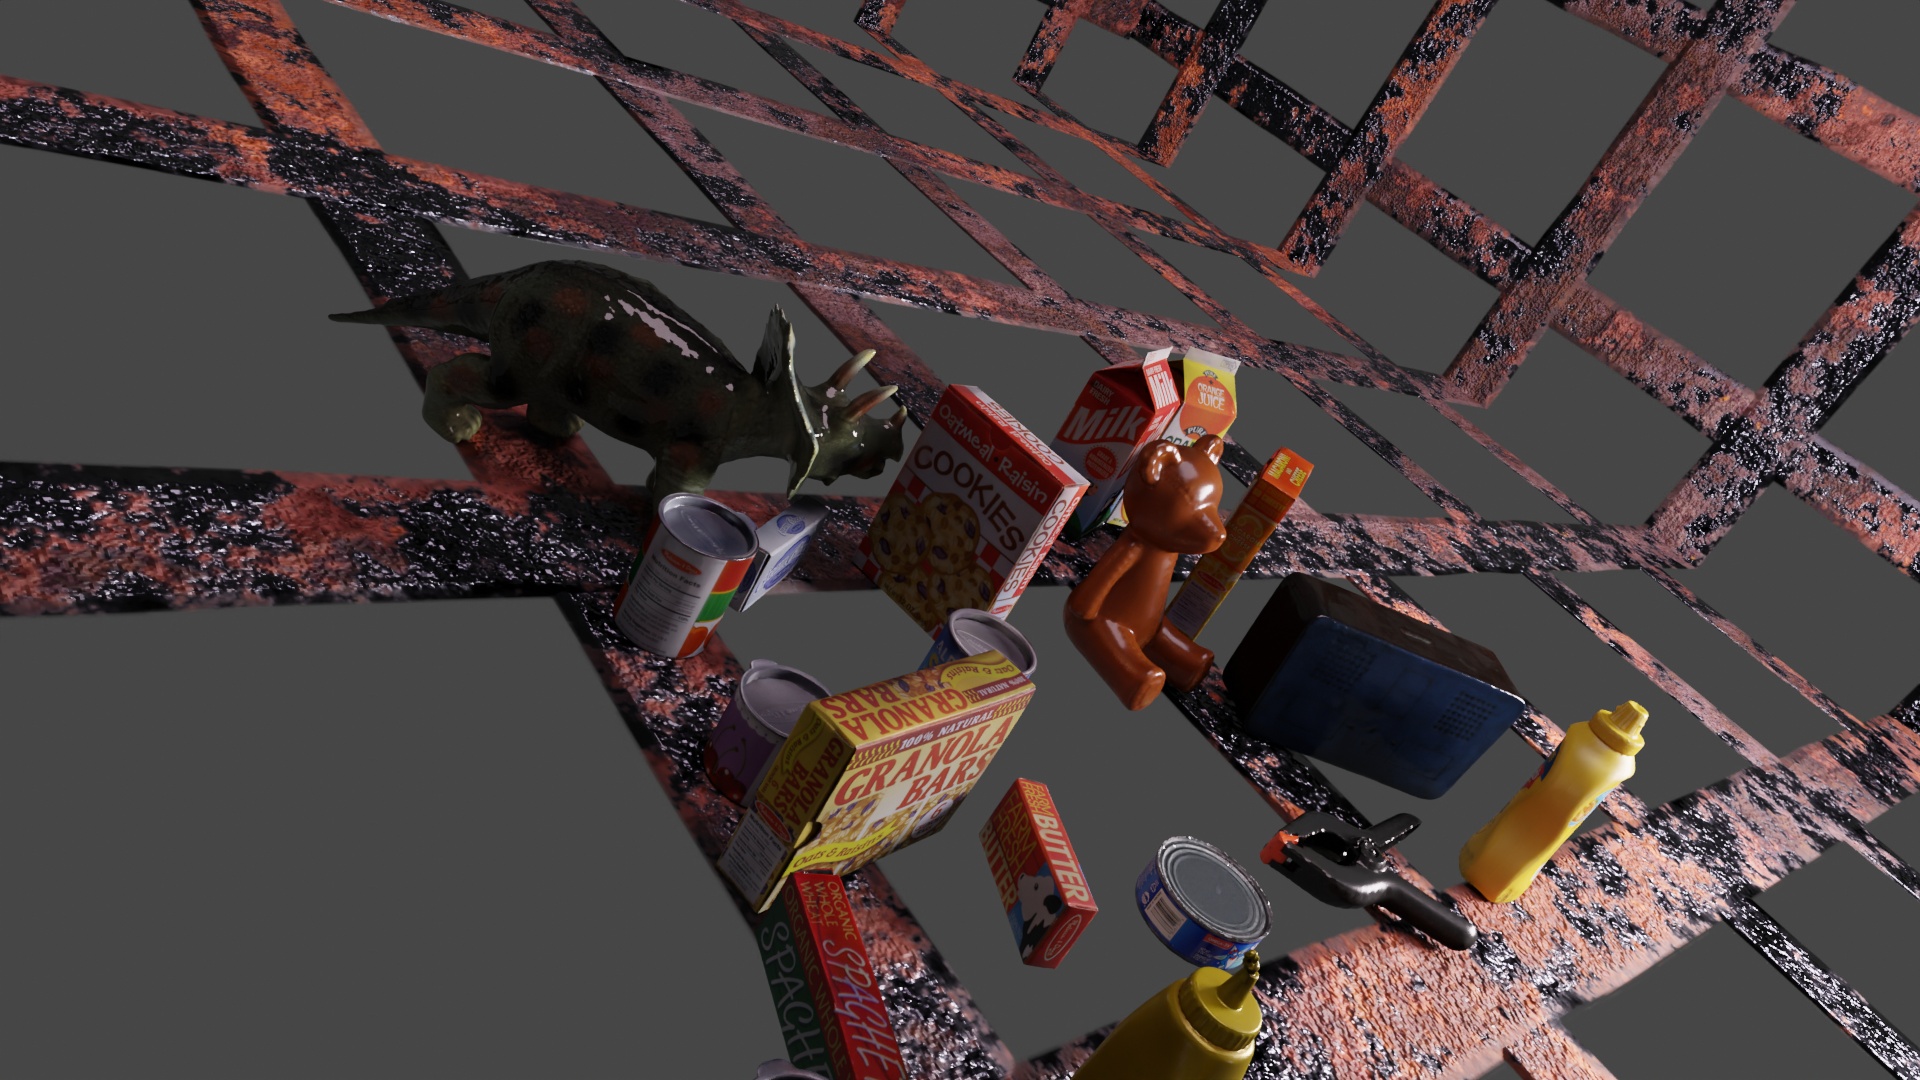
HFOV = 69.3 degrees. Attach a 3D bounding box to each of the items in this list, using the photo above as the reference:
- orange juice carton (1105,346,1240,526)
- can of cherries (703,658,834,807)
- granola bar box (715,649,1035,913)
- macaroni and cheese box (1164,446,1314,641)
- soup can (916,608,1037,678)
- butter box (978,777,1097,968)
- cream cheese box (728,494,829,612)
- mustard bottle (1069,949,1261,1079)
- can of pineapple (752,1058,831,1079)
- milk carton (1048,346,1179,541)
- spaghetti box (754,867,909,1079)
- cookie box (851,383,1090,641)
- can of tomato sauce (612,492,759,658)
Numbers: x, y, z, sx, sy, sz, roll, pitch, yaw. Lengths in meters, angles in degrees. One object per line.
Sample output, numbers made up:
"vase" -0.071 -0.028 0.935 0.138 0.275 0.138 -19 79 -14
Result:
"orange juice carton" 0.203 -0.105 1.379 0.072 0.191 0.073 12 31 -34
"can of cherries" -0.110 0.113 0.808 0.071 0.058 0.072 24 26 -13
"granola bar box" -0.043 0.130 0.773 0.039 0.123 0.166 43 28 24
"macaroni and cheese box" 0.253 0.001 1.270 0.040 0.165 0.124 35 26 8
"soup can" 0.001 0.099 0.923 0.071 0.083 0.072 24 26 -13
"butter box" 0.044 0.196 0.828 0.024 0.053 0.104 17 29 -27
"cream cheese box" -0.132 0.008 0.980 0.024 0.053 0.104 33 26 5
"mustard bottle" 0.102 0.252 0.665 0.049 0.159 0.065 12 31 -34
"can of pineapple" -0.075 0.263 0.575 0.071 0.057 0.071 24 26 -13
"milk carton" 0.140 -0.100 1.306 0.073 0.189 0.072 37 26 14
"spaghetti box" -0.044 0.258 0.625 0.029 0.050 0.251 13 30 -32
"cookie box" 0.004 -0.013 1.030 0.123 0.166 0.040 43 28 24
"can of tomato sauce" -0.173 0.022 0.877 0.071 0.082 0.071 24 26 -13
